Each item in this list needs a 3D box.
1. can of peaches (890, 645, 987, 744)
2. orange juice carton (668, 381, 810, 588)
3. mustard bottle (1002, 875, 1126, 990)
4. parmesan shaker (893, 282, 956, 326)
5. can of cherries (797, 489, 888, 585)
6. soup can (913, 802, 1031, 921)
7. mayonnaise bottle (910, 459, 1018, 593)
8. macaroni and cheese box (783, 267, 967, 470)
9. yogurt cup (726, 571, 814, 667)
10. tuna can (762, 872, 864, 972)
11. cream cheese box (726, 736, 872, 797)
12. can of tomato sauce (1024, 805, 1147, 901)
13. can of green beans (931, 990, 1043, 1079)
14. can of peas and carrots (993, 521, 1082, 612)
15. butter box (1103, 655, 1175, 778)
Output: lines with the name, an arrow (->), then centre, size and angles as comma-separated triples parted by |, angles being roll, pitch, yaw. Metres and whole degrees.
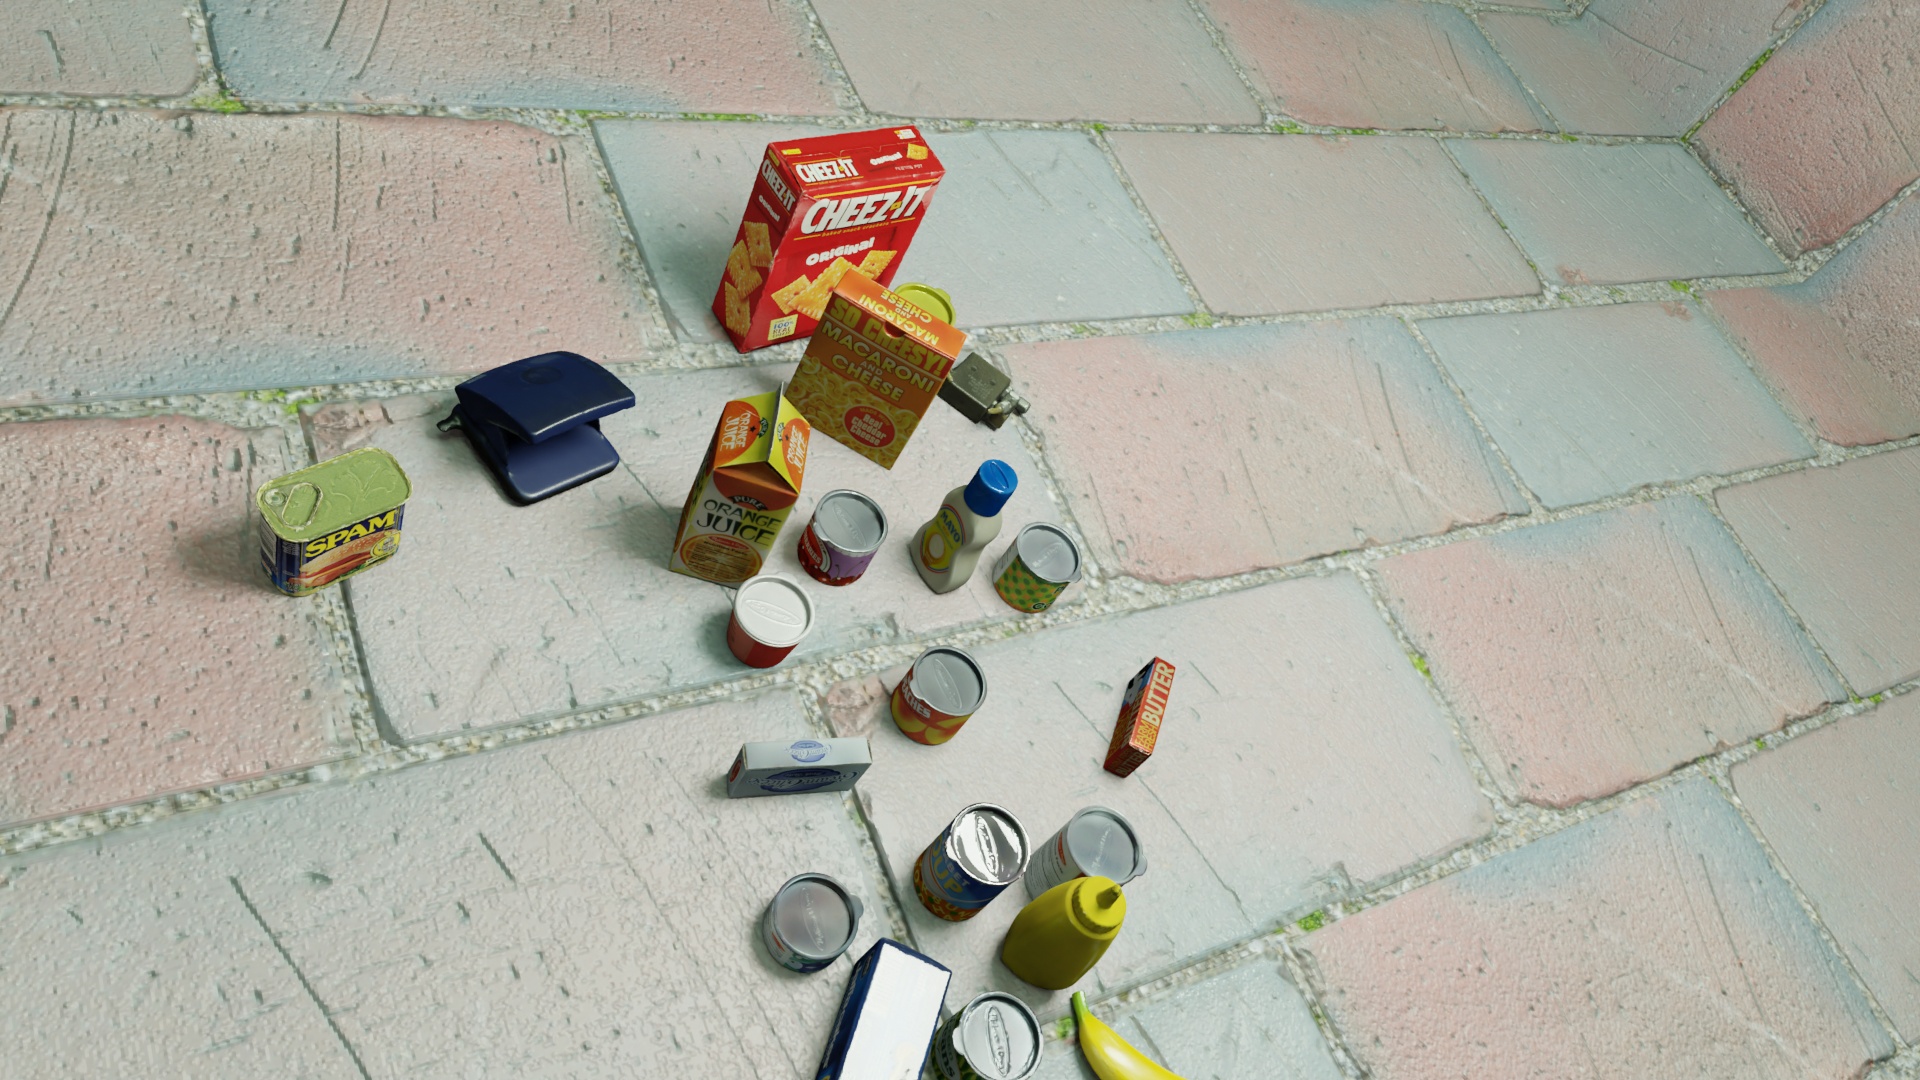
can of peaches -> -0.021, 0.130, 1.165 | 0.071, 0.057, 0.071 | 14, 52, -18
orange juice carton -> -0.175, -0.044, 1.125 | 0.073, 0.191, 0.072 | 17, 51, -16
mustard bottle -> 0.086, 0.287, 1.037 | 0.065, 0.159, 0.049 | 32, 48, -2
parmesan shaker -> -0.052, -0.194, 1.357 | 0.071, 0.102, 0.071 | 14, 52, -18
can of cherries -> -0.106, -0.002, 1.218 | 0.071, 0.058, 0.072 | 14, 52, -18
soup can -> 0.005, 0.250, 1.074 | 0.071, 0.083, 0.072 | 14, 52, -18
mayonnaise bottle -> 0.004, -0.015, 1.225 | 0.041, 0.147, 0.065 | -16, 65, -35
macaroni and cheese box -> -0.082, -0.152, 1.269 | 0.124, 0.165, 0.040 | 29, 49, -5
yogurt cup -> -0.159, 0.069, 1.143 | 0.072, 0.053, 0.073 | 14, 52, -18
tuna can -> -0.109, 0.282, 1.026 | 0.071, 0.032, 0.071 | 14, 52, -18
cream cheese box -> -0.126, 0.176, 1.081 | 0.104, 0.053, 0.024 | 1, 57, -26
can of tomato sauce -> 0.100, 0.260, 1.114 | 0.071, 0.082, 0.071 | 14, 52, -18
can of green beans -> 0.019, 0.369, 1.010 | 0.071, 0.057, 0.071 | 14, 52, -18
can of peas and carrots -> 0.073, 0.027, 1.287 | 0.071, 0.058, 0.071 | 14, 52, -18
butter box -> 0.160, 0.158, 1.240 | 0.024, 0.052, 0.104 | 29, 49, -5
